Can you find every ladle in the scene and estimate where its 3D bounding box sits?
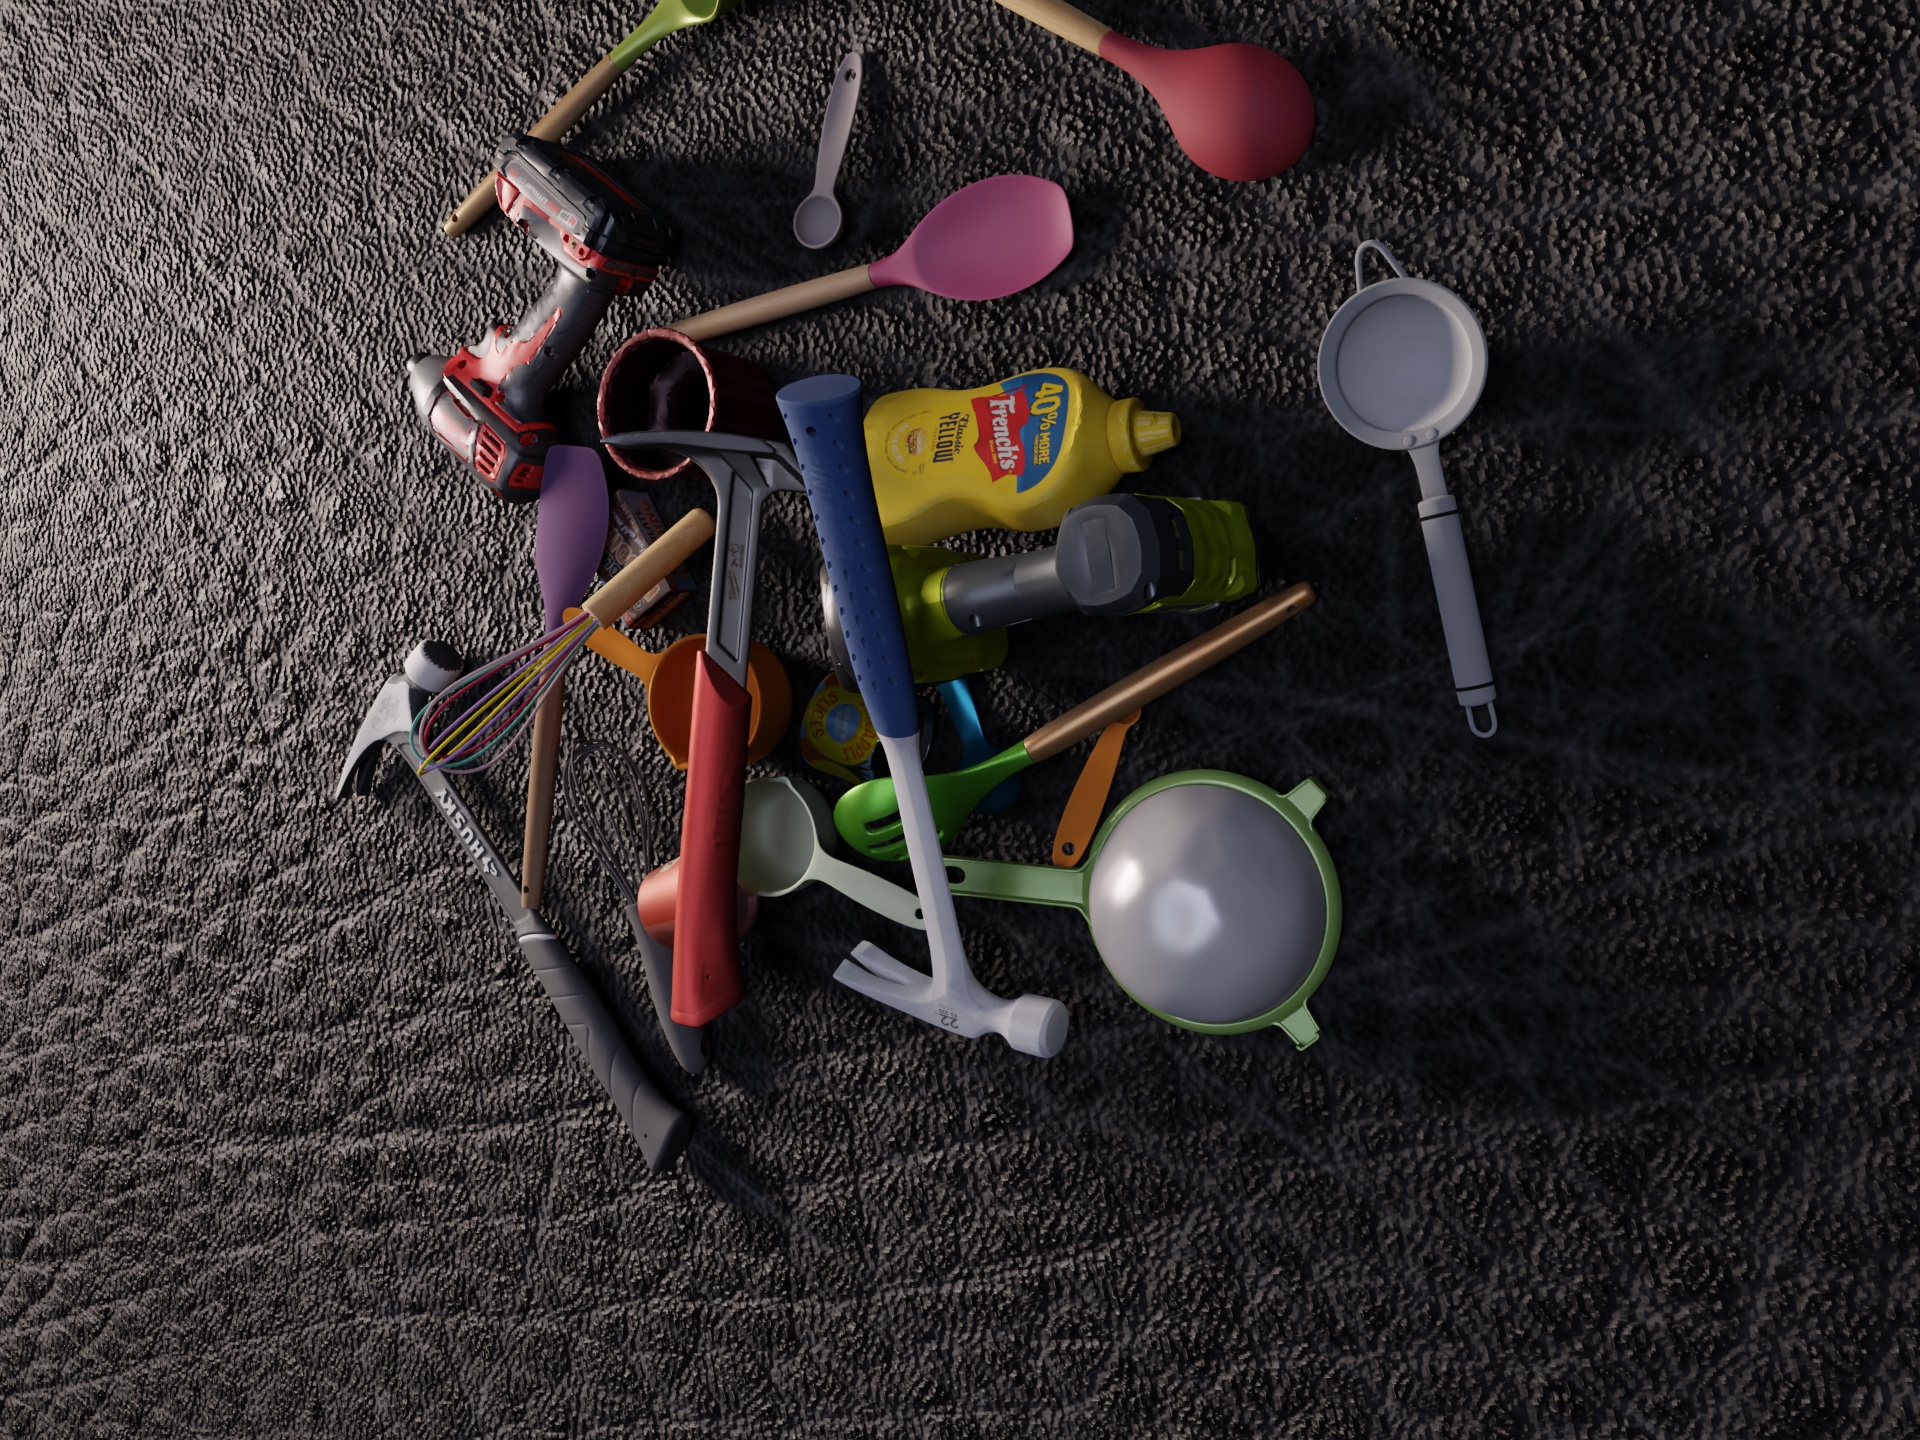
[{"bbox_3d":[-0.254,-0.425,1.060,0.320,0.062,0.078,-32,78,28],"label":"ladle"},{"bbox_3d":[0.066,-0.398,0.907,0.316,0.031,0.069,38,110,23],"label":"ladle"}]

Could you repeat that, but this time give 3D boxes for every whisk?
[{"bbox_3d":[-0.214,0.124,1.074,0.055,0.055,0.239,-20,88,27],"label":"whisk"},{"bbox_3d":[-0.250,-0.051,1.009,0.051,0.047,0.245,39,73,24],"label":"whisk"}]

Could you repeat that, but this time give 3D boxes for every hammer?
[{"bbox_3d":[-0.037,0.013,0.846,0.144,0.035,0.405,9,128,30],"label":"hammer"},{"bbox_3d":[-0.155,0.007,0.963,0.149,0.037,0.359,5,97,-8],"label":"hammer"},{"bbox_3d":[-0.315,0.142,1.132,0.149,0.036,0.409,-44,73,24],"label":"hammer"}]

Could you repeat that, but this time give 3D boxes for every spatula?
[{"bbox_3d":[-0.274,-0.027,1.076,0.060,0.018,0.316,10,96,25],"label":"spatula"}]

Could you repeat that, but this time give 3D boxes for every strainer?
[{"bbox_3d":[0.080,0.101,0.893,0.256,0.069,0.151,3,96,25],"label":"strainer"},{"bbox_3d":[0.243,-0.117,0.818,0.087,0.050,0.258,-11,93,34],"label":"strainer"}]

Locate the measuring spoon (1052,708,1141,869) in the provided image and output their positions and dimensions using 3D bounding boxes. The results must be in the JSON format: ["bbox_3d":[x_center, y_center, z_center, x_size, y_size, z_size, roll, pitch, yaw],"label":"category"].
[{"bbox_3d":[0.079,0.037,0.931,0.021,0.011,0.117,25,108,16],"label":"measuring spoon"}]

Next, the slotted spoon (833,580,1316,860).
[{"bbox_3d":[0.060,0.004,0.905,0.314,0.070,0.031,-30,37,18],"label":"slotted spoon"}]

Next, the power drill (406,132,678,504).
[{"bbox_3d":[-0.297,-0.273,1.081,0.143,0.078,0.219,42,113,21],"label":"power drill"}]

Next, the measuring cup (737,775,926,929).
[{"bbox_3d":[-0.076,0.090,1.001,0.168,0.038,0.083,24,104,23],"label":"measuring cup"}]

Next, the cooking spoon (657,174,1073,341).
[{"bbox_3d":[-0.075,-0.271,0.992,0.319,0.017,0.069,-8,95,28],"label":"cooking spoon"}]

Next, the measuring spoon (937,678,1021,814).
[{"bbox_3d":[-0.002,-0.003,0.963,0.042,0.021,0.129,-24,83,27],"label":"measuring spoon"}]

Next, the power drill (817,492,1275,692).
[{"bbox_3d":[0.050,-0.072,0.861,0.223,0.171,0.080,-10,88,37],"label":"power drill"}]

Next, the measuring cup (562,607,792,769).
[{"bbox_3d":[-0.185,-0.032,1.042,0.174,0.052,0.095,30,105,23],"label":"measuring cup"}]

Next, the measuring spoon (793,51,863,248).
[{"bbox_3d":[-0.076,-0.354,0.994,0.034,0.018,0.124,13,92,24],"label":"measuring spoon"}]
